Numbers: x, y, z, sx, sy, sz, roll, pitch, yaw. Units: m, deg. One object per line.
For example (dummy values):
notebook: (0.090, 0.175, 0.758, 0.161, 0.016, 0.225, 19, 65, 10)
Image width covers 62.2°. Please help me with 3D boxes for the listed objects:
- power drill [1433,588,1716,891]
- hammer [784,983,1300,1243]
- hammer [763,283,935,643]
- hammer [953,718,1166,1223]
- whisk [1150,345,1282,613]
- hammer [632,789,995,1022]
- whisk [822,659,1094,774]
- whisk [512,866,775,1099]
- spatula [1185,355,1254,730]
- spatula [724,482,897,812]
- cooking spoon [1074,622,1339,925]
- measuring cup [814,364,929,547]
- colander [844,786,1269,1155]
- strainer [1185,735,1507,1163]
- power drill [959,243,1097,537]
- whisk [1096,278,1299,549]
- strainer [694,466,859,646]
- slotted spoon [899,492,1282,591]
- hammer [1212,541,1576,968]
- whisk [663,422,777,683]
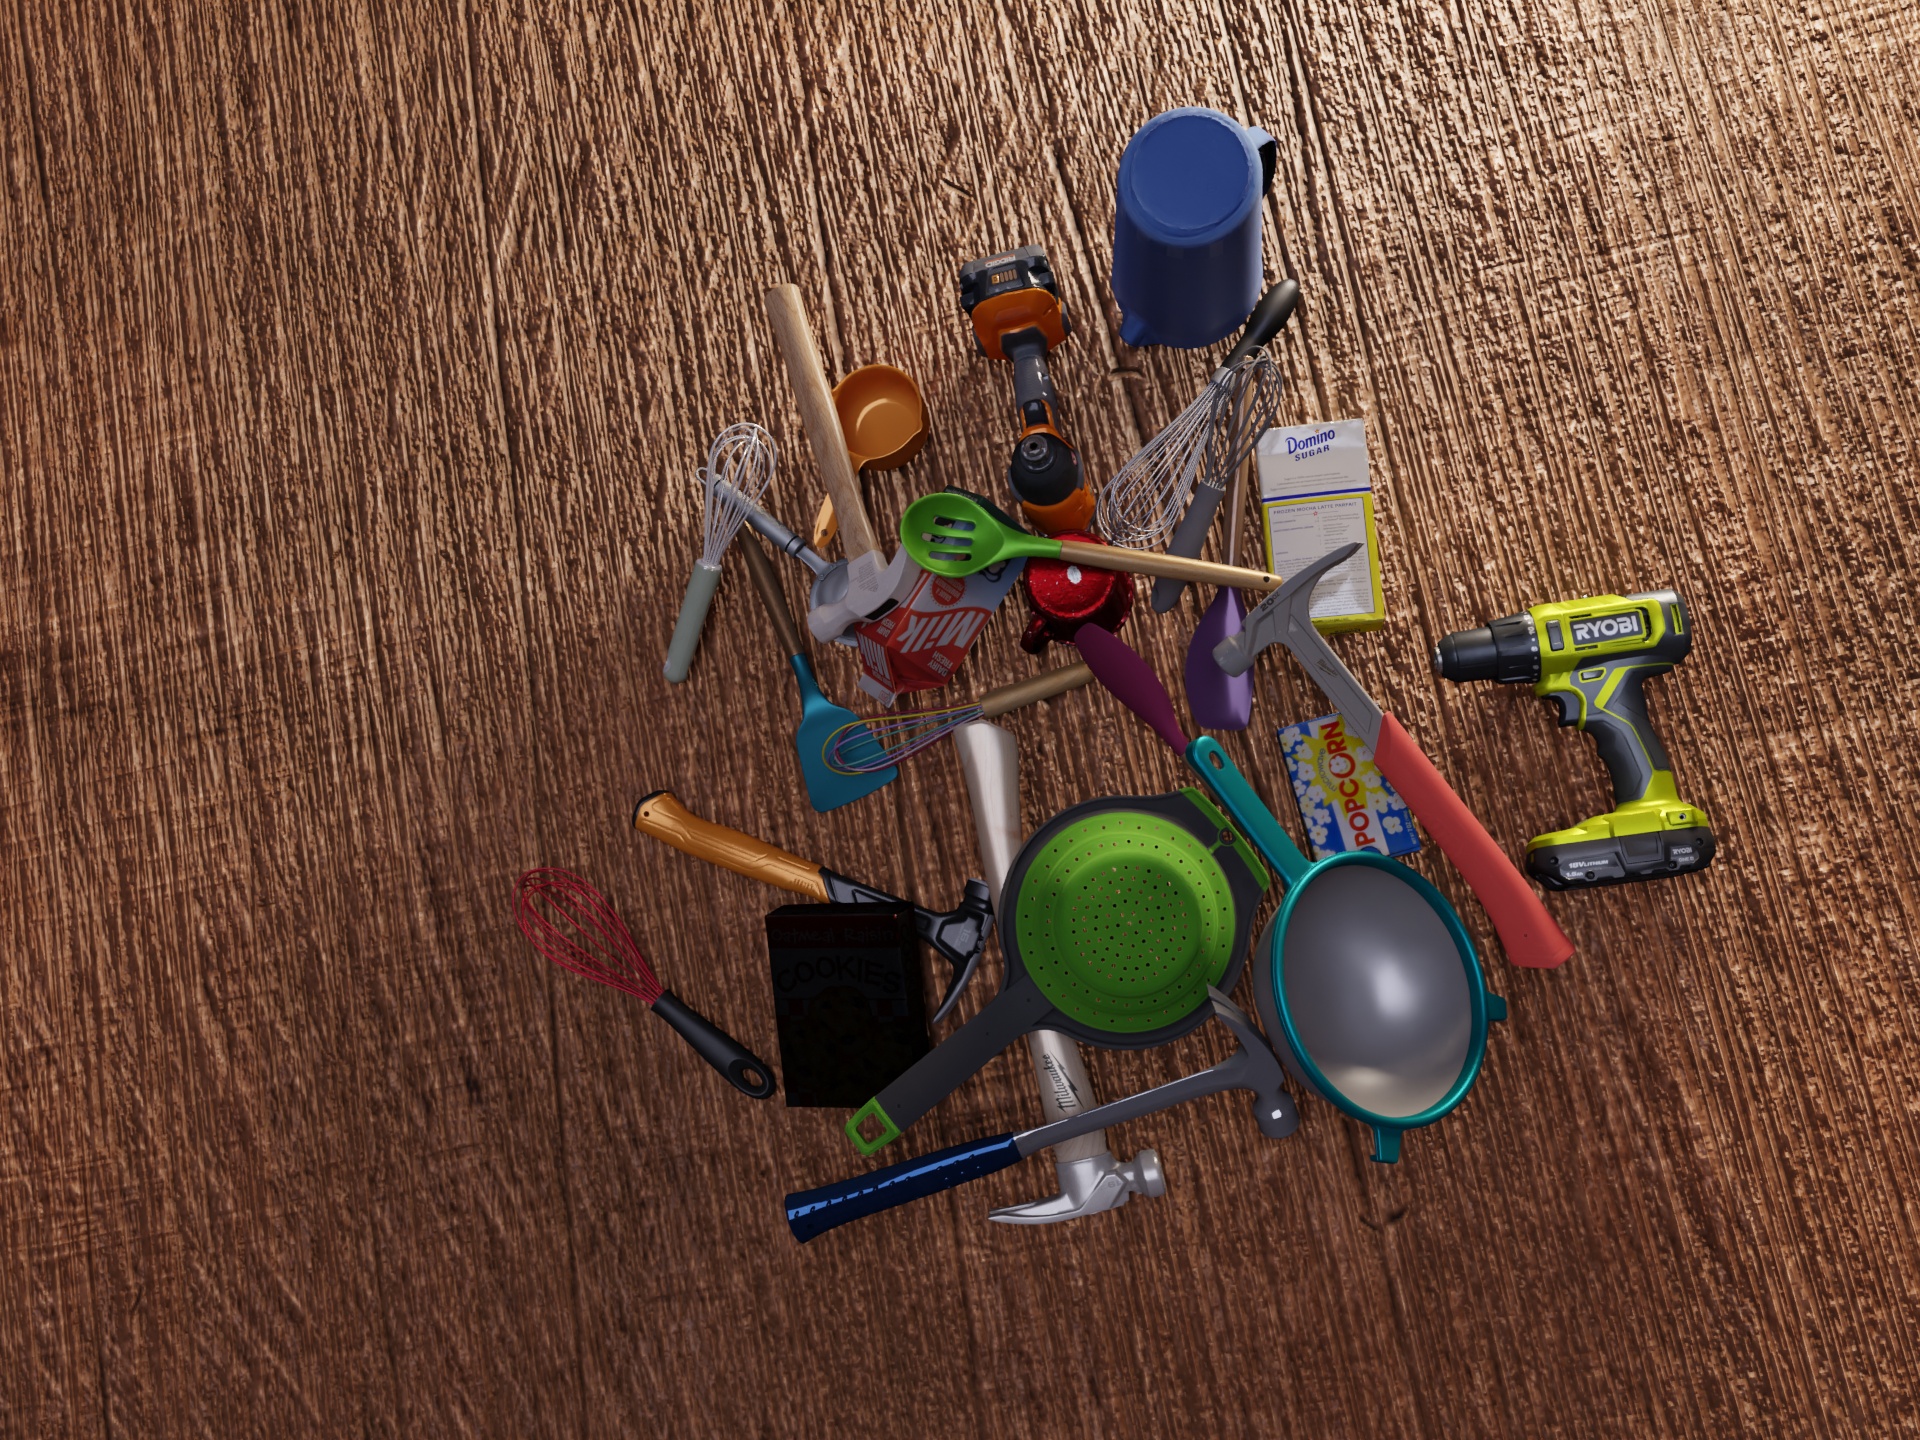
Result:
power drill: (0.488, 0.016, 1.260, 0.190, 0.080, 0.229, -9, 77, 10)
hammer: (0.053, 0.324, 1.243, 0.405, 0.035, 0.144, -20, 117, 7)
hammer: (-0.112, -0.239, 1.378, 0.130, 0.031, 0.331, -27, 68, 24)
hammer: (0.048, 0.203, 1.312, 0.146, 0.038, 0.411, -14, 84, 2)
whisk: (0.207, -0.196, 1.323, 0.055, 0.055, 0.239, 27, 114, 14)
hammer: (-0.138, 0.145, 1.384, 0.337, 0.034, 0.127, 21, 85, 13)
whisk: (-0.003, -0.006, 1.366, 0.245, 0.051, 0.047, -19, 95, 0)
whisk: (-0.277, 0.231, 1.389, 0.296, 0.073, 0.073, 38, 90, 8)
spatula: (0.228, -0.150, 1.346, 0.060, 0.018, 0.316, 5, 91, 21)
spatula: (-0.154, -0.075, 1.427, 0.082, 0.044, 0.318, -25, 73, 5)
cooking spoon: (0.202, 0.045, 1.309, 0.017, 0.068, 0.319, -40, 88, -28)
measuring cup: (-0.087, -0.229, 1.420, 0.095, 0.052, 0.173, 21, 87, 15)
colander: (0.067, 0.209, 1.243, 0.397, 0.094, 0.204, -39, 83, -1)
strainer: (0.262, 0.163, 1.235, 0.211, 0.095, 0.340, -38, 91, -34)
power drill: (0.060, -0.278, 1.343, 0.084, 0.164, 0.227, -13, 77, 9)
whisk: (0.209, -0.265, 1.369, 0.070, 0.070, 0.284, 33, 83, 14)
strainer: (-0.142, -0.150, 1.417, 0.258, 0.050, 0.087, 38, 70, 12)
slotted spoon: (0.106, -0.133, 1.293, 0.313, 0.031, 0.070, 8, 79, -1)
hammer: (0.361, 0.037, 1.246, 0.149, 0.036, 0.359, -41, 78, 23)
whisk: (-0.219, -0.145, 1.410, 0.059, 0.058, 0.246, 13, 107, -23)
